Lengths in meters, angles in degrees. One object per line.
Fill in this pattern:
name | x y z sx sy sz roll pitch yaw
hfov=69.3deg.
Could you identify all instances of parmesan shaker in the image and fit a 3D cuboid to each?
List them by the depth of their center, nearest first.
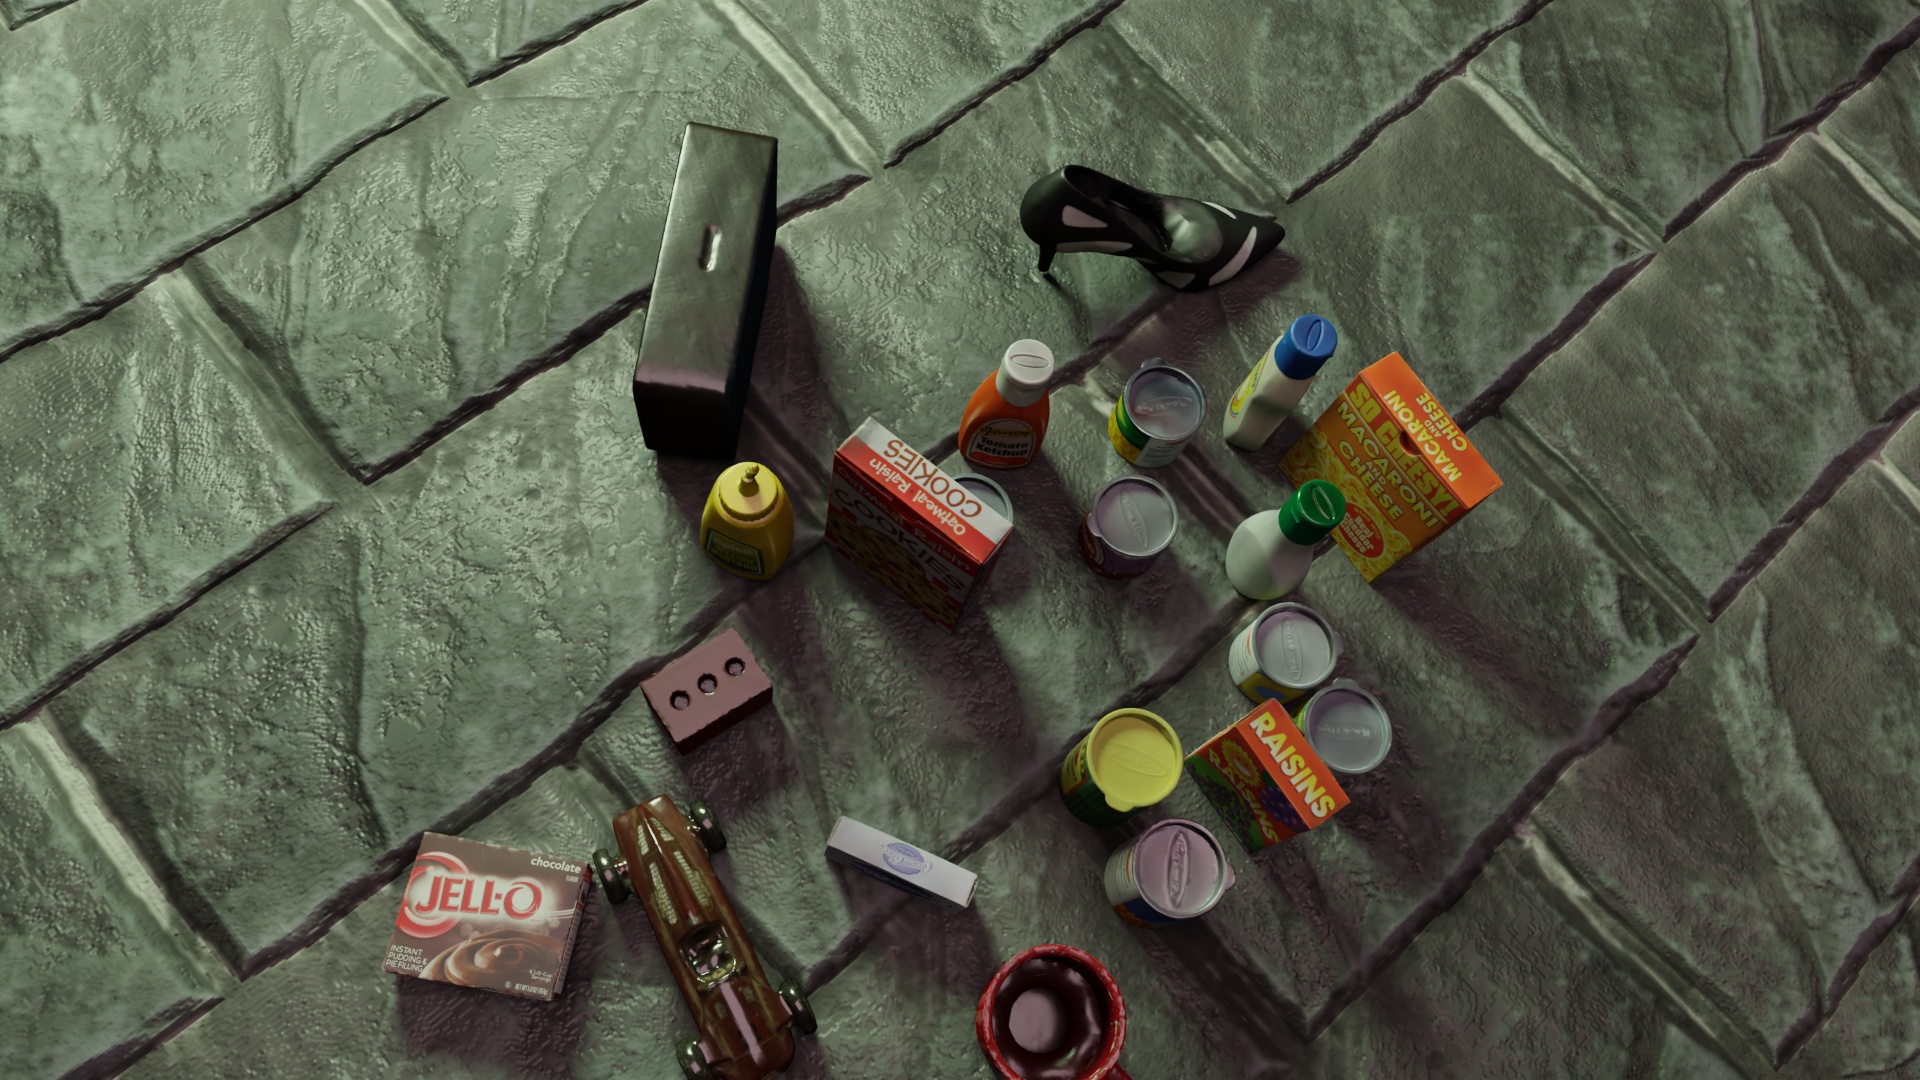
parmesan shaker | 0.108 0.163 0.970 0.071 0.102 0.071 3 69 -7

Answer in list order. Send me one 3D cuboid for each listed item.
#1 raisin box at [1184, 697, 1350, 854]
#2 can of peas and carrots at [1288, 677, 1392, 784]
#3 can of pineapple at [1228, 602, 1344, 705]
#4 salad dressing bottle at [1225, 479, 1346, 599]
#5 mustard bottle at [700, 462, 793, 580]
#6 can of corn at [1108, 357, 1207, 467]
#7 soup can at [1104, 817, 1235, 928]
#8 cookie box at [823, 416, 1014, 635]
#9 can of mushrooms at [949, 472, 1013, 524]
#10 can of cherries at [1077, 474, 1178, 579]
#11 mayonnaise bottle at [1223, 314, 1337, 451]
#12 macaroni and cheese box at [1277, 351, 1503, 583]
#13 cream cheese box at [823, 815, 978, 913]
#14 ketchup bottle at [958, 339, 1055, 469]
raisin box | 0.212 0.167 0.973 0.040 0.123 0.086 -30 77 -17
can of peas and carrots | 0.275 0.143 1.026 0.071 0.058 0.071 3 69 -7
can of pineapple | 0.243 0.087 1.043 0.071 0.057 0.071 3 69 -7
salad dressing bottle | 0.240 0.000 1.027 0.044 0.147 0.064 -20 74 -15
mustard bottle | -0.149 -0.019 0.970 0.065 0.159 0.049 22 68 0
can of corn | 0.154 -0.100 1.100 0.071 0.058 0.071 3 69 -7
soup can | 0.143 0.232 0.959 0.071 0.083 0.071 3 69 -7
cookie box | -0.035 -0.005 0.978 0.123 0.166 0.040 37 69 6
can of mushrooms | 0.004 -0.013 1.059 0.071 0.033 0.071 3 69 -7
can of cherries | 0.124 -0.009 1.061 0.071 0.058 0.072 3 69 -7
mayonnaise bottle | 0.247 -0.124 1.075 0.041 0.147 0.065 23 68 0
macaroni and cheese box | 0.317 -0.050 1.047 0.040 0.165 0.124 -31 77 -17
cream cheese box | -0.042 0.223 0.952 0.104 0.053 0.024 24 68 1
ketchup bottle | 0.038 -0.101 1.035 0.065 0.148 0.044 7 69 -6
